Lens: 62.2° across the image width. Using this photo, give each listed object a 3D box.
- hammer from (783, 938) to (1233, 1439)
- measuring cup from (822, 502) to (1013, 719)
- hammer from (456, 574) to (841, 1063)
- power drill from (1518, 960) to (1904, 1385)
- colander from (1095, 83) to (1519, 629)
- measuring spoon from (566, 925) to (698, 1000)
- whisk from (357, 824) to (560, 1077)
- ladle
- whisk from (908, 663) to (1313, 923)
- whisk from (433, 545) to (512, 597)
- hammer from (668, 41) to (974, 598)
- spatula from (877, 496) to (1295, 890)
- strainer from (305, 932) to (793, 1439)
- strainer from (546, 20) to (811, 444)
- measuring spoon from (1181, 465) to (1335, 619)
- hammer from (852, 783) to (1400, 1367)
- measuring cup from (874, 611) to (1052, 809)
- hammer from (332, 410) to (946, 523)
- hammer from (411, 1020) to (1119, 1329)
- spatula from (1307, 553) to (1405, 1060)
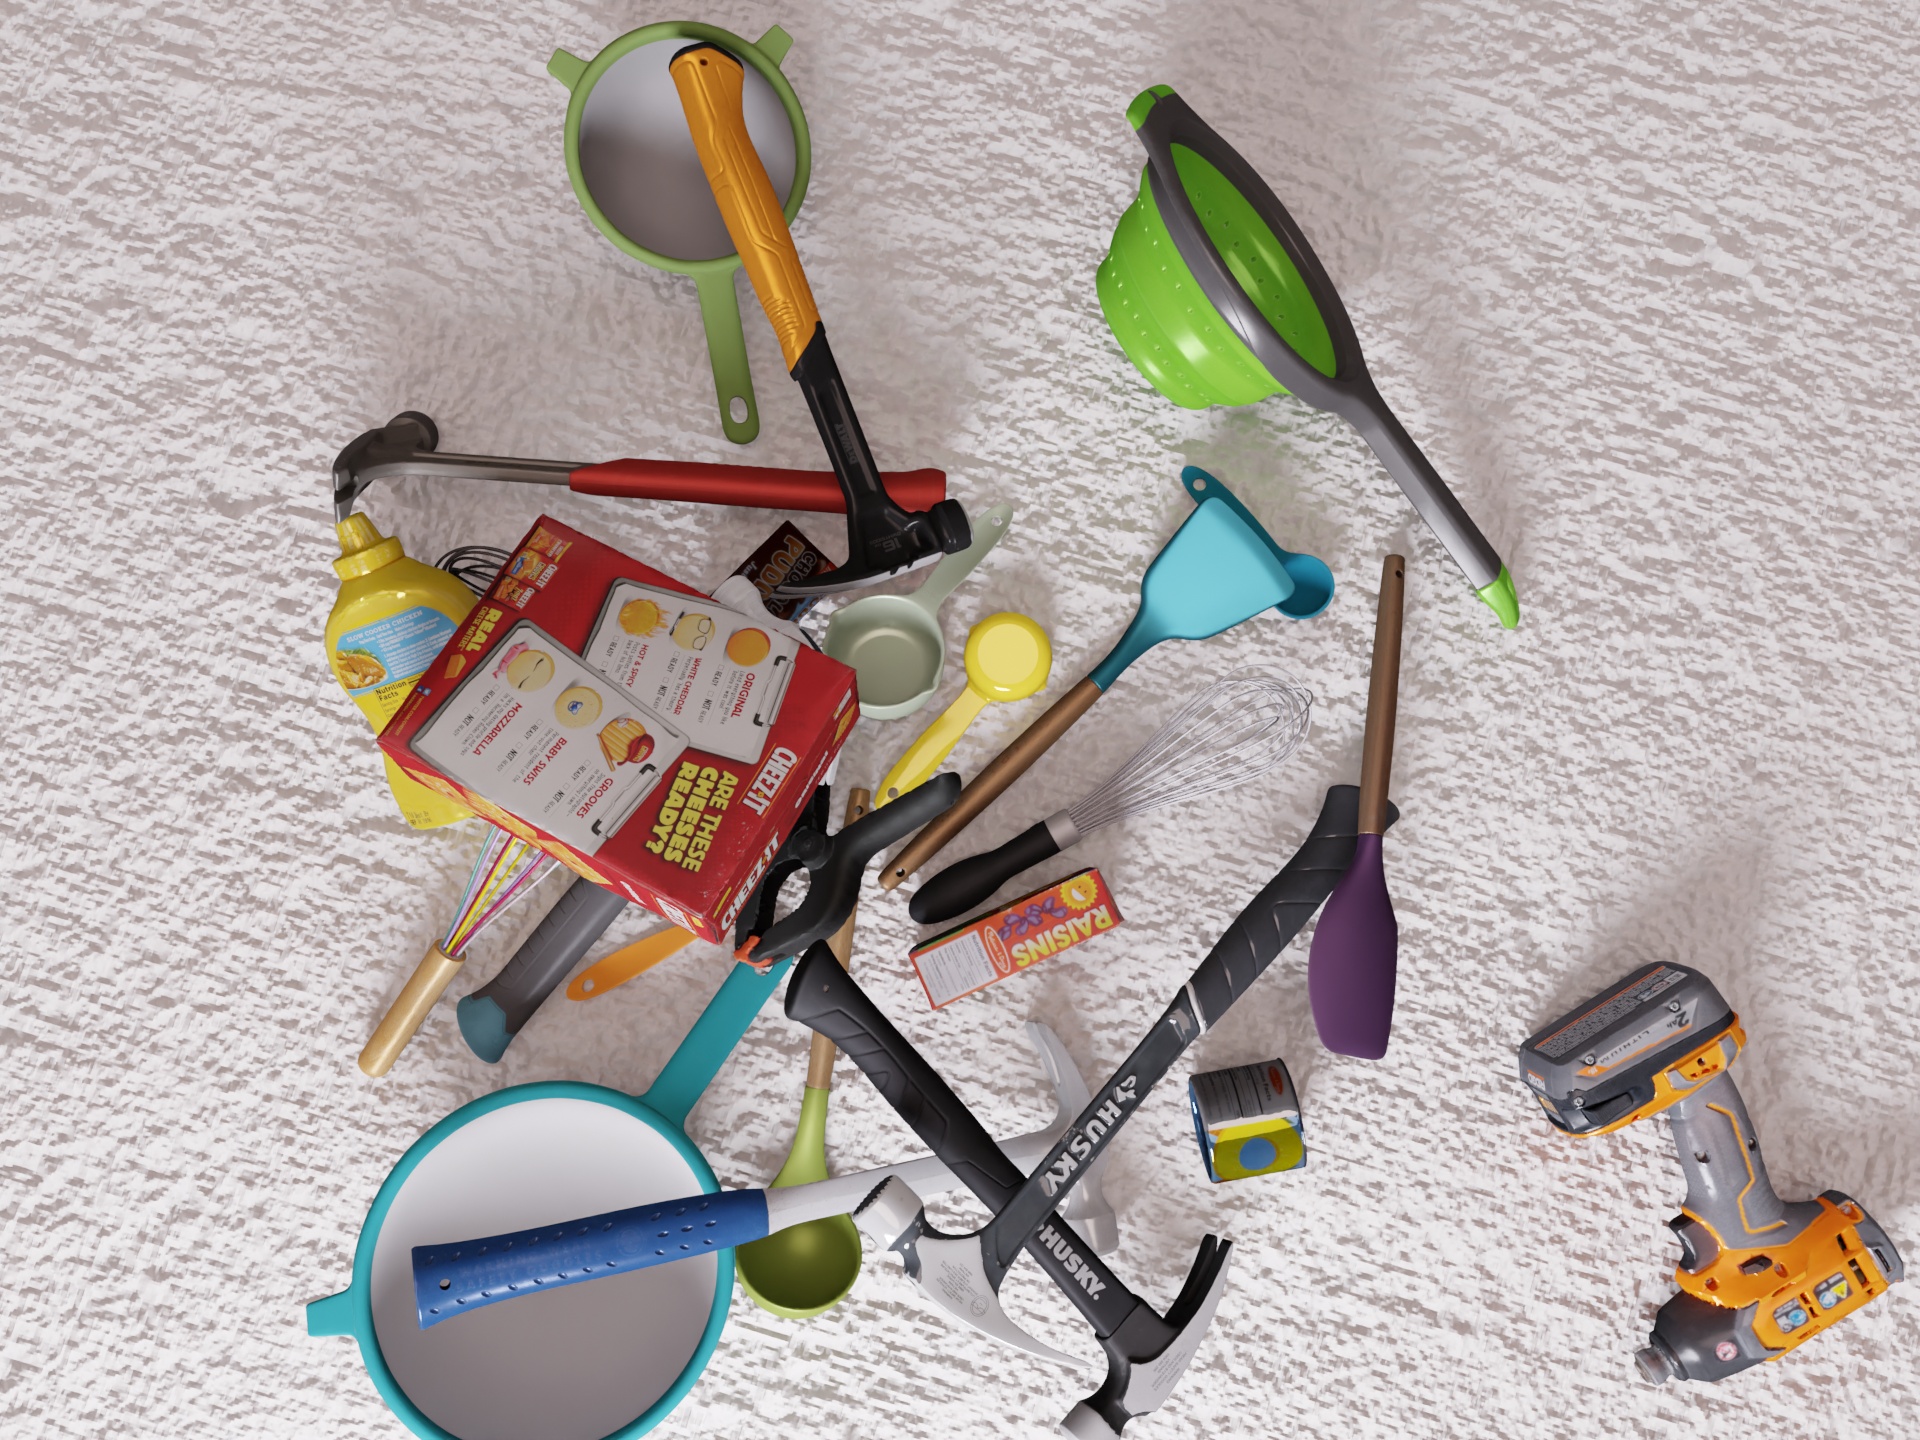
[{"bbox_3d":[0.020,0.259,0.925,0.146,0.035,0.334,-43,96,-19],"label":"hammer"},{"bbox_3d":[-0.020,-0.071,1.007,0.083,0.038,0.167,36,73,13],"label":"measuring cup"},{"bbox_3d":[-0.196,0.076,0.972,0.128,0.033,0.331,42,97,12],"label":"hammer"},{"bbox_3d":[0.434,0.279,0.952,0.164,0.084,0.226,-32,90,-1],"label":"power drill"},{"bbox_3d":[0.201,-0.196,0.980,0.094,0.205,0.397,-33,104,32],"label":"colander"},{"bbox_3d":[-0.196,0.148,1.003,0.117,0.011,0.021,-27,64,1],"label":"measuring spoon"},{"bbox_3d":[-0.297,0.123,0.970,0.051,0.047,0.245,29,106,-29],"label":"whisk"},{"bbox_3d":[-0.082,0.200,0.976,0.078,0.062,0.320,9,83,-12],"label":"ladle"},{"bbox_3d":[0.092,0.052,0.987,0.284,0.070,0.070,-30,86,4],"label":"whisk"},{"bbox_3d":[-0.218,-0.050,0.999,0.239,0.055,0.055,22,86,-2],"label":"whisk"},{"bbox_3d":[-0.108,-0.240,0.948,0.127,0.034,0.337,-21,90,-18],"label":"hammer"},{"bbox_3d":[0.066,-0.005,0.993,0.317,0.044,0.082,-44,101,-1],"label":"spatula"},{"bbox_3d":[-0.210,0.276,0.964,0.211,0.095,0.340,35,66,-1],"label":"strainer"},{"bbox_3d":[-0.164,-0.304,1.015,0.151,0.069,0.256,-12,102,-12],"label":"strainer"},{"bbox_3d":[0.187,-0.114,1.017,0.042,0.021,0.129,-41,77,-1],"label":"measuring spoon"},{"bbox_3d":[0.128,0.186,0.926,0.149,0.036,0.409,44,70,3],"label":"hammer"},{"bbox_3d":[-0.002,-0.003,1.000,0.062,0.029,0.156,40,86,3],"label":"measuring cup"},{"bbox_3d":[-0.188,-0.145,0.974,0.359,0.149,0.036,4,114,-5],"label":"hammer"},{"bbox_3d":[-0.103,0.275,0.918,0.405,0.035,0.144,-6,83,-20],"label":"hammer"},{"bbox_3d":[0.250,0.045,0.967,0.059,0.018,0.316,15,73,-15],"label":"spatula"}]
